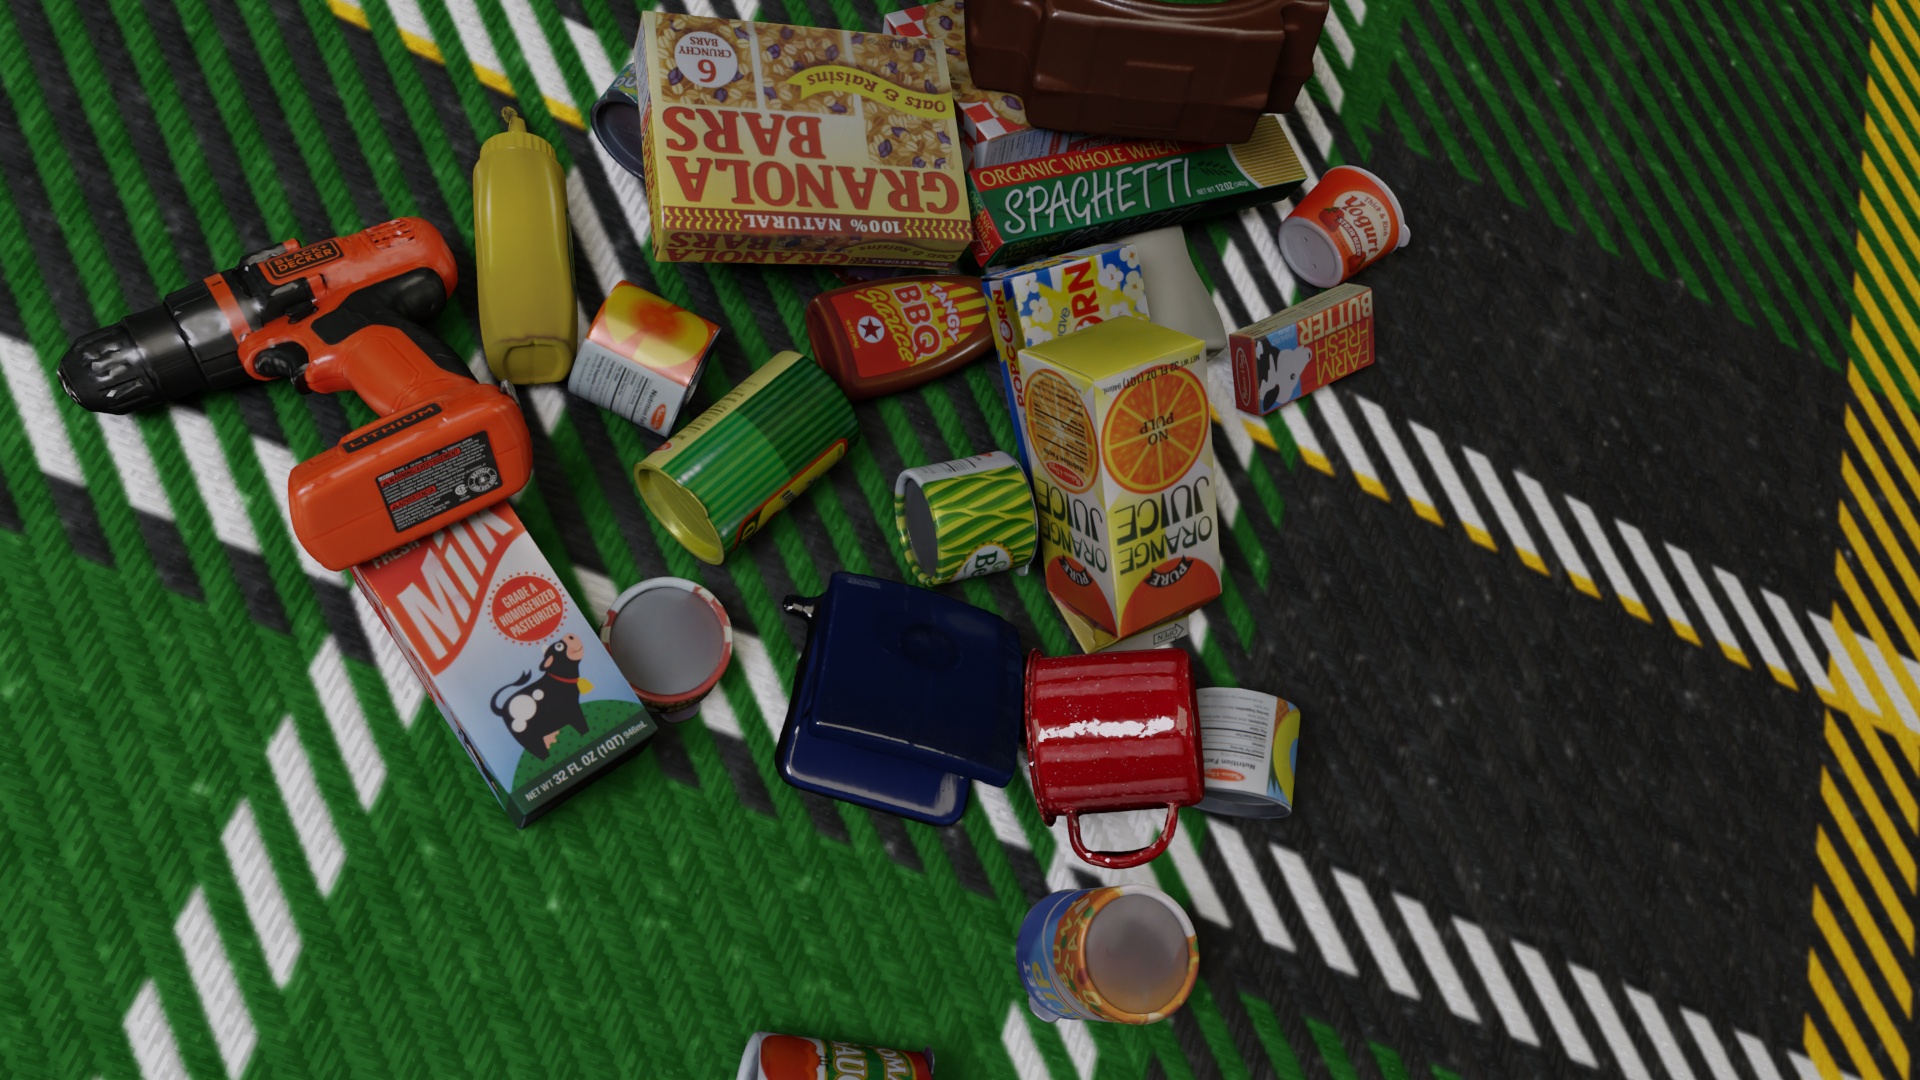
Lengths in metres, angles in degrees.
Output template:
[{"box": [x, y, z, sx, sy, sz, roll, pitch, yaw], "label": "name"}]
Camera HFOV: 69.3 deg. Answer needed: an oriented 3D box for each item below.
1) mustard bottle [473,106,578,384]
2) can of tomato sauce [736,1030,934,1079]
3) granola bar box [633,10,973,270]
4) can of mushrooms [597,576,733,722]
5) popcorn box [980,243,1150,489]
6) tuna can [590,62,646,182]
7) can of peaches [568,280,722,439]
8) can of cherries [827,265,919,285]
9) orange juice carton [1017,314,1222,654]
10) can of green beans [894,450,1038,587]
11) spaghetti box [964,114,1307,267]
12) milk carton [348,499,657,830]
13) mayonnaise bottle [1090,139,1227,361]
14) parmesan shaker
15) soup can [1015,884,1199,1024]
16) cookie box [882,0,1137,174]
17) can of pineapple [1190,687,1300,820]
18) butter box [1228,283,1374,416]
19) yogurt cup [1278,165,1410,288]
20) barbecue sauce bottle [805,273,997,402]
[{"box": [-0.229, -0.163, 0.729, 0.049, 0.065, 0.160, -3, 70, -19], "label": "mustard bottle"}, {"box": [-0.060, 0.266, 0.647, 0.083, 0.071, 0.071, 13, 70, -14], "label": "can of tomato sauce"}, {"box": [-0.083, -0.209, 0.736, 0.166, 0.039, 0.124, -3, 76, -23], "label": "granola bar box"}, {"box": [-0.149, 0.055, 0.703, 0.071, 0.033, 0.071, 6, 71, -18], "label": "can of mushrooms"}, {"box": [0.069, -0.099, 0.798, 0.085, 0.038, 0.126, -19, 106, -23], "label": "popcorn box"}, {"box": [-0.168, -0.230, 0.766, 0.071, 0.071, 0.033, 31, 65, -7], "label": "tuna can"}, {"box": [-0.164, -0.096, 0.729, 0.058, 0.071, 0.071, 25, 67, -9], "label": "can of peaches"}, {"box": [-0.047, -0.186, 0.801, 0.071, 0.058, 0.071, 5, 73, -17], "label": "can of cherries"}, {"box": [0.090, -0.018, 0.759, 0.072, 0.073, 0.191, -22, 119, -23], "label": "orange juice carton"}, {"box": [0.002, -0.012, 0.758, 0.058, 0.071, 0.071, -12, 78, -21], "label": "can of green beans"}, {"box": [0.106, -0.211, 0.830, 0.251, 0.028, 0.050, -19, 79, -31], "label": "spaghetti box"}, {"box": [-0.229, 0.036, 0.659, 0.072, 0.073, 0.190, -32, 85, -25], "label": "milk carton"}, {"box": [0.113, -0.177, 0.863, 0.065, 0.041, 0.148, -12, 76, -27], "label": "mayonnaise bottle"}, {"box": [-0.109, -0.045, 0.727, 0.071, 0.071, 0.103, 47, 65, 0], "label": "parmesan shaker"}, {"box": [0.072, 0.211, 0.701, 0.071, 0.083, 0.071, 5, 72, -17], "label": "soup can"}, {"box": [0.053, -0.292, 0.858, 0.168, 0.040, 0.123, -23, 62, -23], "label": "cookie box"}, {"box": [0.153, 0.119, 0.770, 0.071, 0.070, 0.058, 16, 69, -14], "label": "can of pineapple"}, {"box": [0.217, -0.121, 0.875, 0.104, 0.024, 0.053, -25, 121, -24], "label": "butter box"}, {"box": [0.245, -0.201, 0.904, 0.054, 0.072, 0.072, -40, 89, -17], "label": "yogurt cup"}, {"box": [-0.011, -0.125, 0.802, 0.149, 0.043, 0.065, -17, 82, -23], "label": "barbecue sauce bottle"}]
